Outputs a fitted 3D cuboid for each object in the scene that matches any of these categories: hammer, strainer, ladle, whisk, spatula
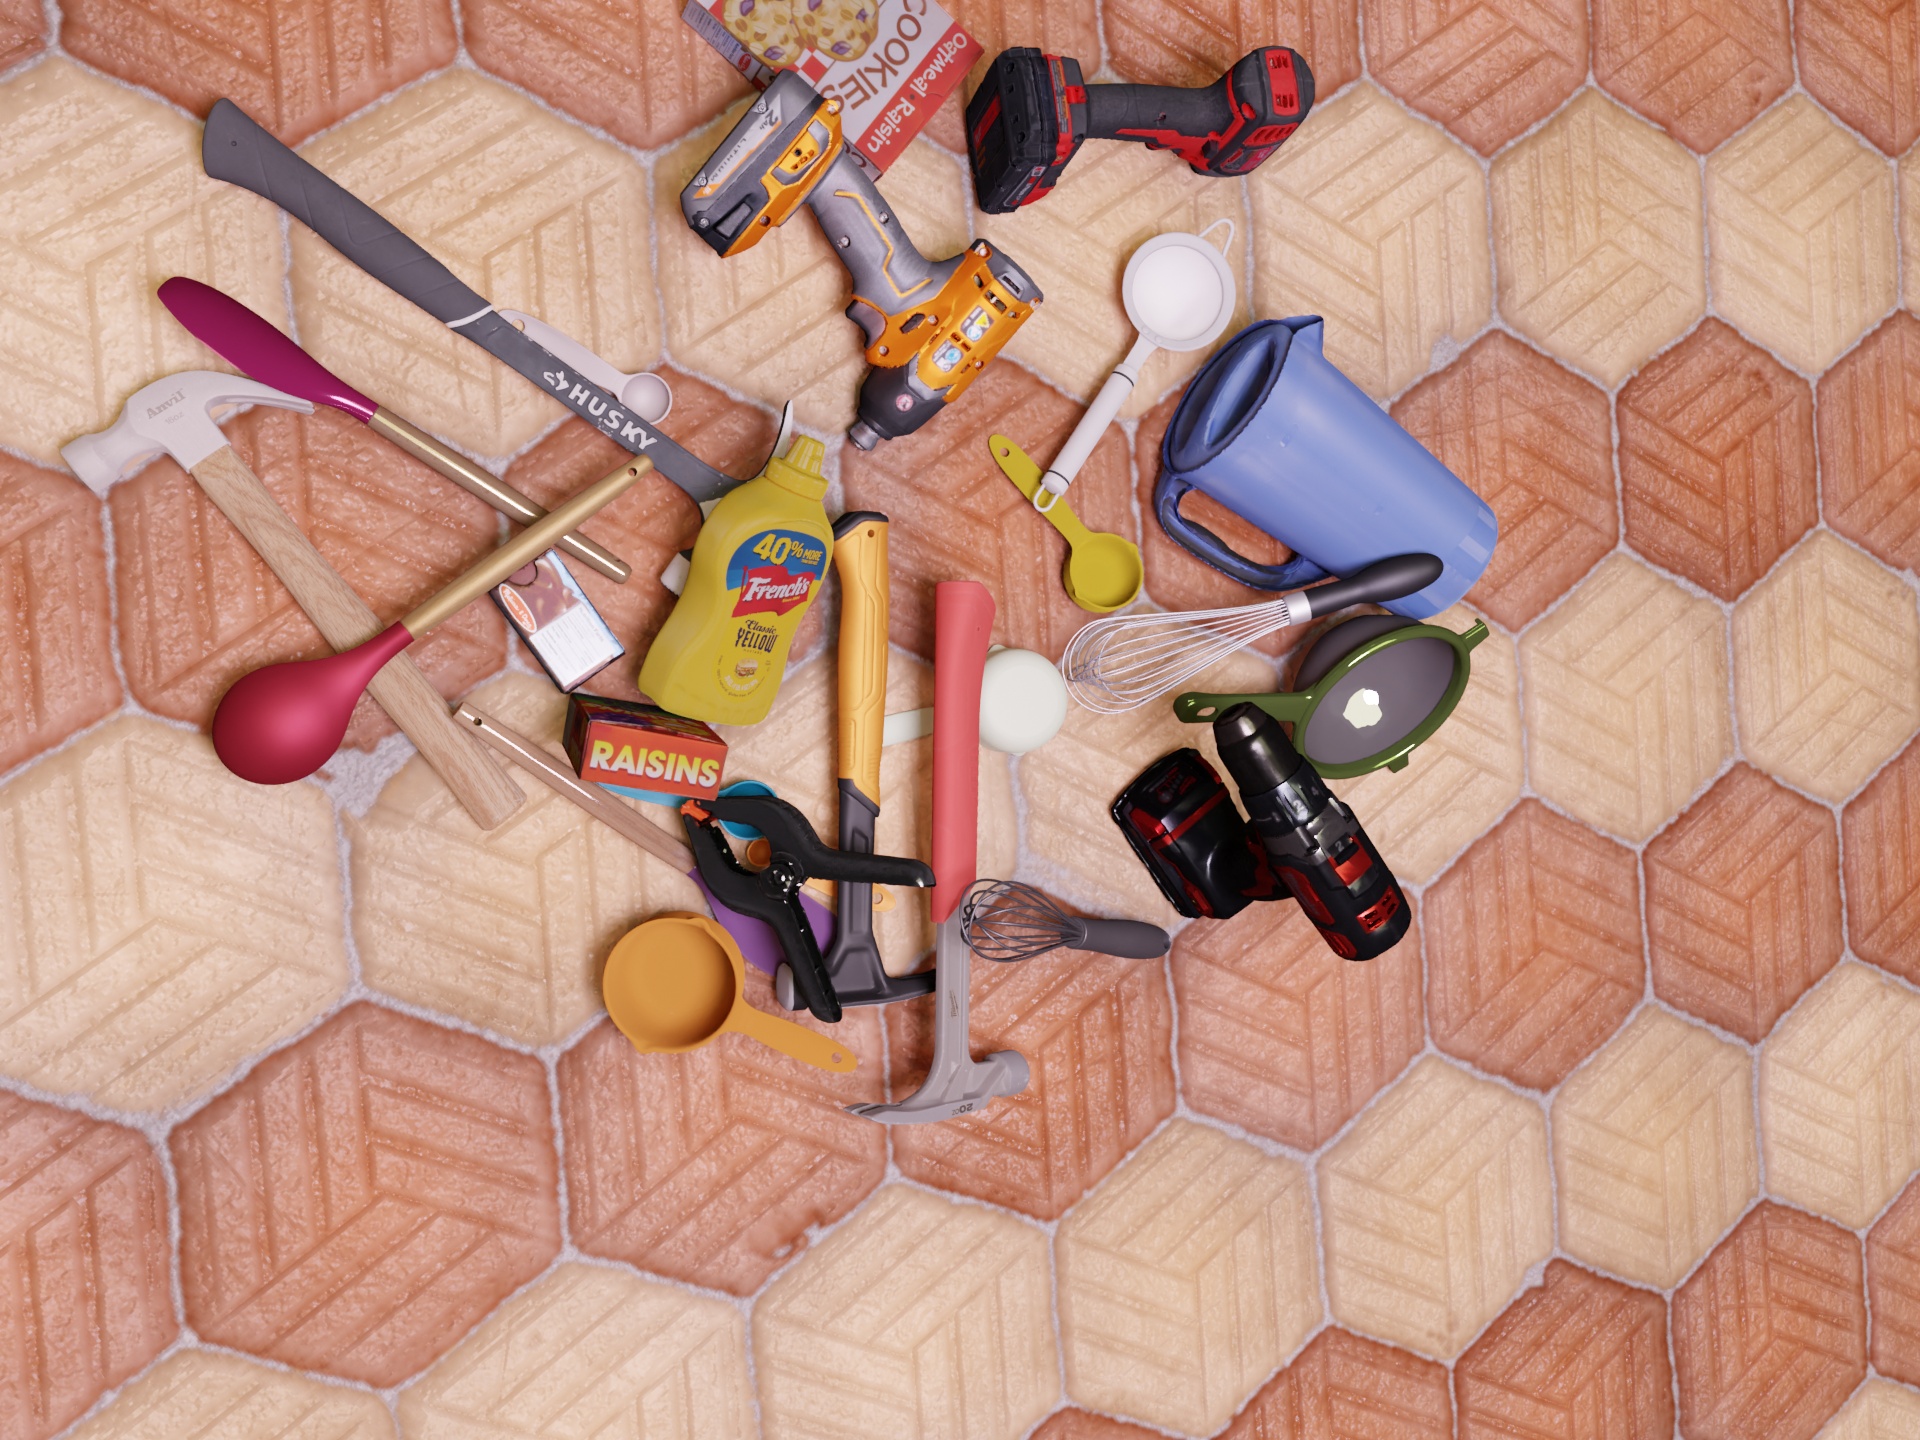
[{"bbox_3d":[-0.384,-0.070,0.982,0.130,0.031,0.331,-40,104,-15],"label":"hammer"},{"bbox_3d":[0.258,-0.028,1.185,0.256,0.069,0.151,-2,133,-26],"label":"strainer"},{"bbox_3d":[-0.316,-0.069,0.974,0.315,0.031,0.069,-39,105,-14],"label":"ladle"},{"bbox_3d":[0.078,0.145,1.106,0.238,0.055,0.055,16,84,-49],"label":"whisk"},{"bbox_3d":[0.122,-0.257,1.158,0.087,0.050,0.258,35,79,-10],"label":"strainer"},{"bbox_3d":[0.210,-0.072,1.143,0.284,0.070,0.070,-18,97,1],"label":"whisk"},{"bbox_3d":[-0.011,0.086,1.070,0.149,0.037,0.359,1,90,-44],"label":"hammer"},{"bbox_3d":[-0.061,0.027,1.082,0.127,0.034,0.337,-1,96,-26],"label":"hammer"},{"bbox_3d":[-0.289,-0.247,1.004,0.408,0.036,0.149,36,92,-15],"label":"hammer"},{"bbox_3d":[-0.198,0.083,1.047,0.315,0.018,0.060,38,77,-23],"label":"spatula"}]

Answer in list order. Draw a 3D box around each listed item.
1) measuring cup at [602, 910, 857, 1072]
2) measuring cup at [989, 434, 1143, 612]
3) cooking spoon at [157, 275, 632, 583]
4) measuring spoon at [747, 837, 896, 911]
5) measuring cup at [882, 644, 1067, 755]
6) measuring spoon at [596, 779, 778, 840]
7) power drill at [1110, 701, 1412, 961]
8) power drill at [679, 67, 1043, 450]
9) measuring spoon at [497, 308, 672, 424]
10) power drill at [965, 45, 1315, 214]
[{"bbox_3d":[-0.146,0.185,1.040,0.173,0.052,0.095,25,92,-3],"label":"measuring cup"},{"bbox_3d":[0.071,-0.144,1.160,0.062,0.029,0.156,-41,92,-17],"label":"measuring cup"},{"bbox_3d":[-0.342,-0.176,0.990,0.318,0.069,0.017,34,115,-23],"label":"cooking spoon"},{"bbox_3d":[-0.096,0.108,1.104,0.116,0.011,0.021,24,87,-22],"label":"measuring spoon"},{"bbox_3d":[-0.002,-0.004,1.121,0.167,0.038,0.083,-14,95,-18],"label":"measuring cup"},{"bbox_3d":[-0.184,0.048,1.068,0.128,0.021,0.042,15,100,-11],"label":"measuring spoon"},{"bbox_3d":[0.193,0.068,1.093,0.080,0.227,0.187,-39,103,-16],"label":"power drill"},{"bbox_3d":[-0.077,-0.298,1.062,0.226,0.084,0.164,39,100,-20],"label":"power drill"},{"bbox_3d":[-0.246,-0.234,1.043,0.124,0.018,0.034,29,95,-12],"label":"measuring spoon"},{"bbox_3d":[0.122,-0.415,1.117,0.219,0.143,0.078,-8,89,-14],"label":"power drill"}]
